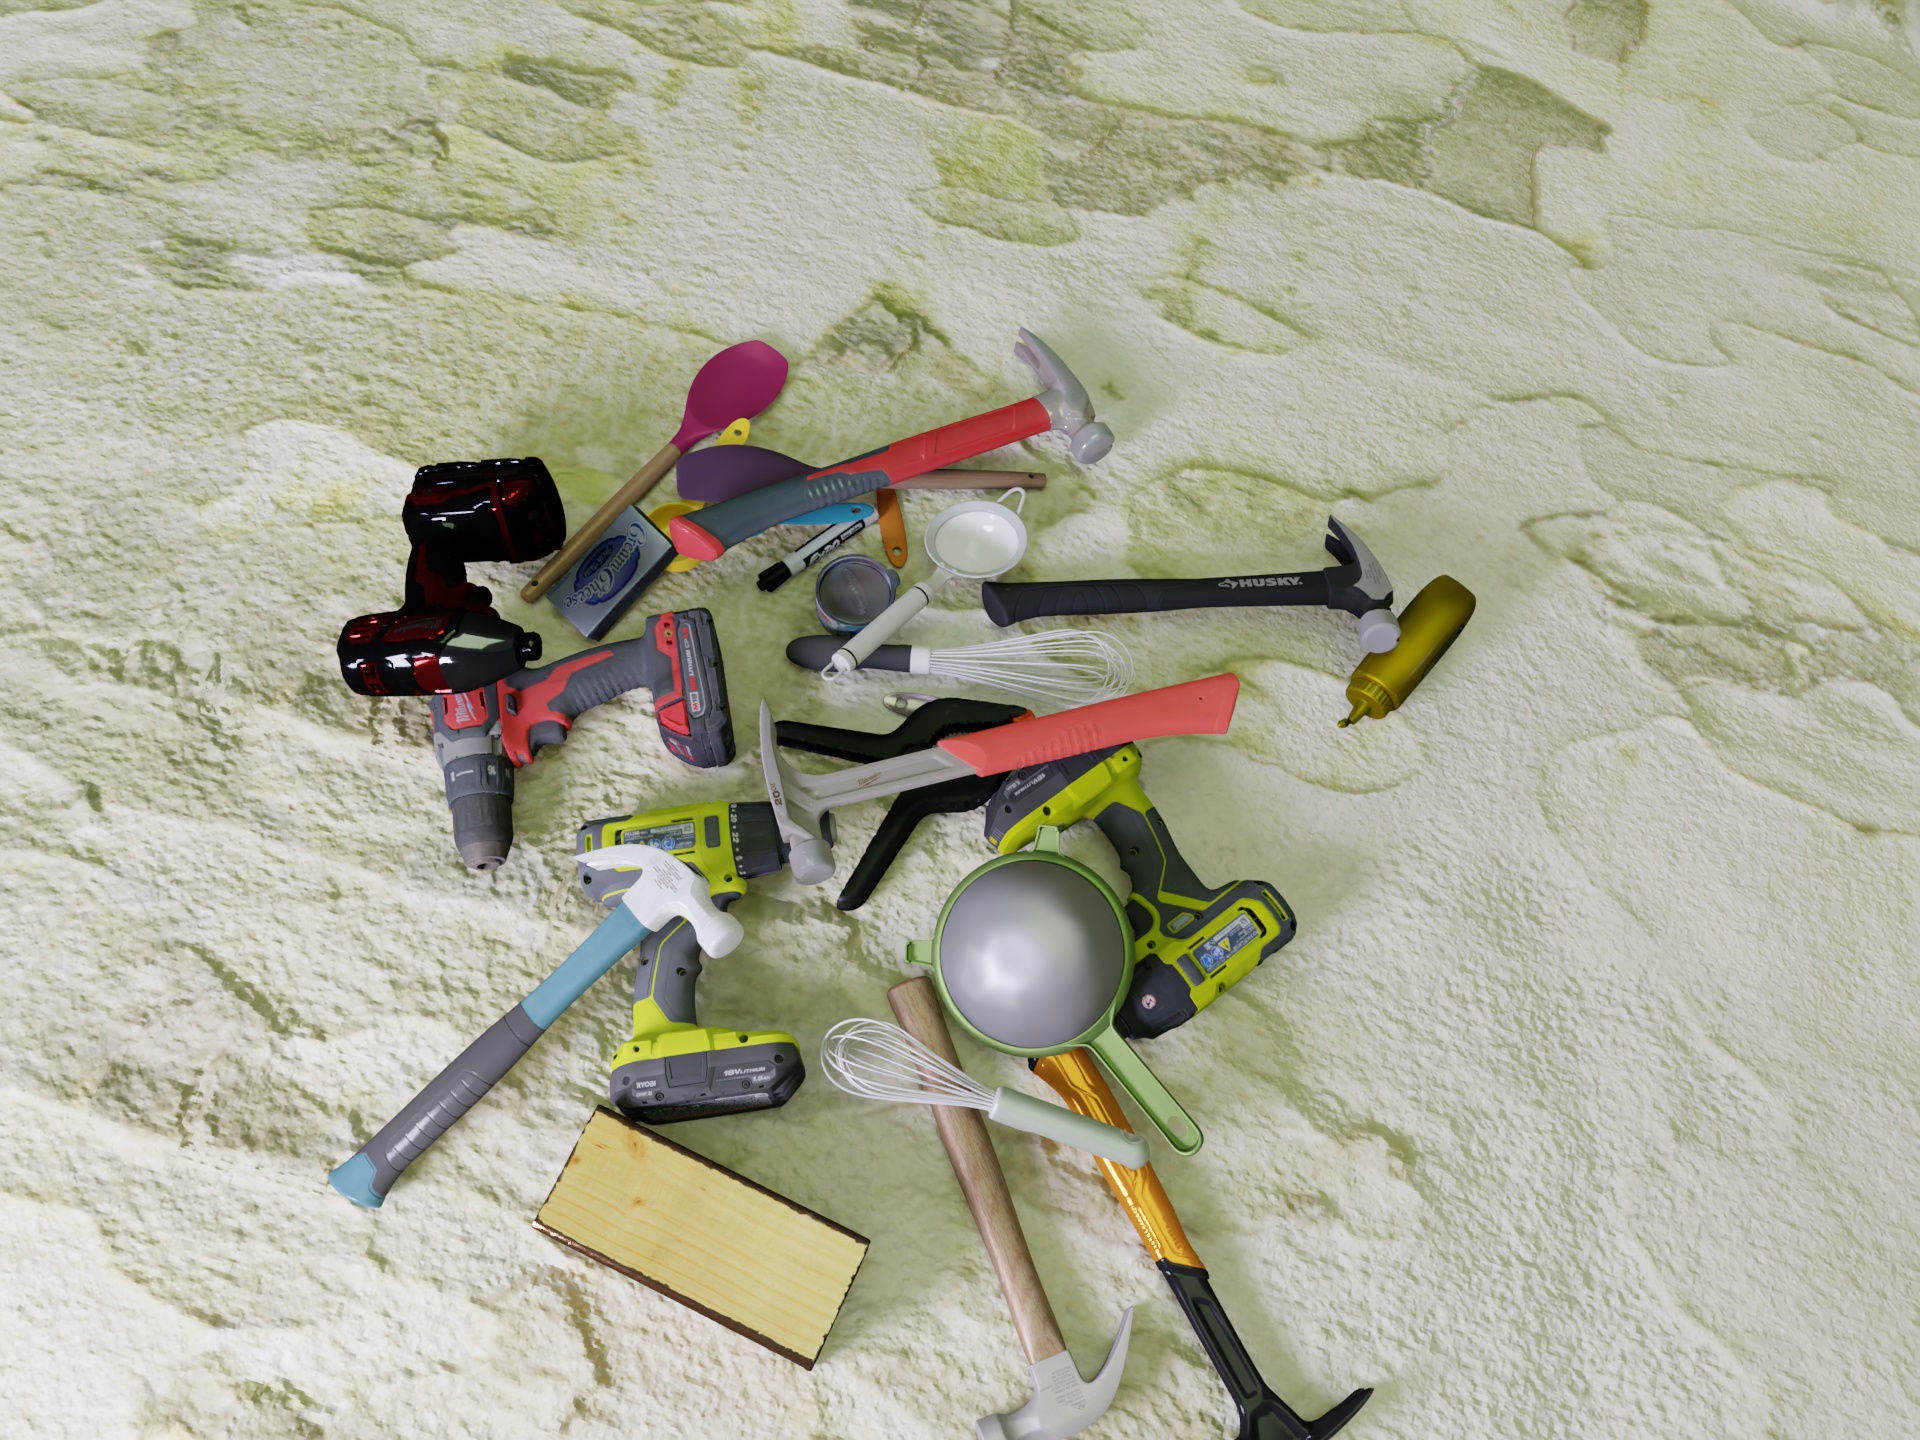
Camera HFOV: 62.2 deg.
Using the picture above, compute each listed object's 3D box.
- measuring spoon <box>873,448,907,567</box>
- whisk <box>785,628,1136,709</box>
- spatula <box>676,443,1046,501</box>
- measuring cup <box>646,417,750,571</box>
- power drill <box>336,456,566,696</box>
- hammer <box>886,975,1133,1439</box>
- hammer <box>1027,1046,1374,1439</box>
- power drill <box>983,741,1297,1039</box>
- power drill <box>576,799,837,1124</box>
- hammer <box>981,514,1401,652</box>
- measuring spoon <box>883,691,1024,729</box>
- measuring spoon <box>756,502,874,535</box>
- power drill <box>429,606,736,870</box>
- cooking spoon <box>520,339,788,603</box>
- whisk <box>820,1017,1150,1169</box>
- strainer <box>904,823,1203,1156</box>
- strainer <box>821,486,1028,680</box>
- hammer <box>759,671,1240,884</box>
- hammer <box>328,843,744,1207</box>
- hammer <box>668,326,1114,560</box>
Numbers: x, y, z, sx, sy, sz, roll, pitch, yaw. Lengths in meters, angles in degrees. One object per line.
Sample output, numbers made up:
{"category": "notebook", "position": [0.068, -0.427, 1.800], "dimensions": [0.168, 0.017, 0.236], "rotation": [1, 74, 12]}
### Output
{"category": "measuring spoon", "position": [-0.061, -0.183, 1.359], "dimensions": [0.021, 0.011, 0.117], "rotation": [-8, 68, -8]}
{"category": "whisk", "position": [0.000, -0.047, 1.288], "dimensions": [0.284, 0.070, 0.070], "rotation": [4, 67, 2]}
{"category": "spatula", "position": [-0.081, -0.208, 1.350], "dimensions": [0.316, 0.018, 0.060], "rotation": [0, 62, -11]}
{"category": "measuring cup", "position": [-0.216, -0.190, 1.341], "dimensions": [0.062, 0.029, 0.157], "rotation": [24, 65, 5]}
{"category": "power drill", "position": [-0.374, -0.106, 1.213], "dimensions": [0.143, 0.078, 0.220], "rotation": [-3, 44, 4]}
{"category": "hammer", "position": [0.022, 0.340, 1.138], "dimensions": [0.130, 0.031, 0.331], "rotation": [-18, 70, -12]}
{"category": "hammer", "position": [0.153, 0.366, 1.137], "dimensions": [0.127, 0.034, 0.337], "rotation": [-26, 72, -14]}
{"category": "power drill", "position": [0.125, 0.123, 1.215], "dimensions": [0.171, 0.080, 0.223], "rotation": [-34, 77, -17]}
{"category": "power drill", "position": [-0.177, 0.166, 1.164], "dimensions": [0.190, 0.080, 0.229], "rotation": [-8, 66, -2]}
{"category": "hammer", "position": [0.185, -0.109, 1.323], "dimensions": [0.335, 0.035, 0.146], "rotation": [-2, 44, 1]}
{"category": "measuring spoon", "position": [-0.002, -0.004, 1.291], "dimensions": [0.124, 0.018, 0.034], "rotation": [11, 77, 7]}
{"category": "measuring spoon", "position": [-0.137, -0.178, 1.331], "dimensions": [0.128, 0.021, 0.042], "rotation": [-3, 57, 5]}
{"category": "power drill", "position": [-0.291, 0.010, 1.225], "dimensions": [0.226, 0.080, 0.188], "rotation": [-9, 68, -6]}
{"category": "cooking spoon", "position": [-0.260, -0.213, 1.351], "dimensions": [0.069, 0.017, 0.319], "rotation": [37, 69, 7]}
{"category": "whisk", "position": [0.017, 0.270, 1.130], "dimensions": [0.246, 0.058, 0.059], "rotation": [19, 102, 1]}
{"category": "strainer", "position": [0.081, 0.207, 1.128], "dimensions": [0.151, 0.069, 0.256], "rotation": [-41, 77, 3]}
{"category": "strainer", "position": [-0.028, -0.106, 1.292], "dimensions": [0.087, 0.050, 0.258], "rotation": [31, 54, 22]}
{"category": "hammer", "position": [0.033, 0.012, 1.189], "dimensions": [0.359, 0.036, 0.149], "rotation": [-14, 60, -6]}
{"category": "hammer", "position": [-0.307, 0.216, 1.108], "dimensions": [0.331, 0.033, 0.128], "rotation": [-44, 63, -2]}
{"category": "hammer", "position": [-0.066, -0.225, 1.330], "dimensions": [0.386, 0.038, 0.143], "rotation": [-22, 64, -22]}
